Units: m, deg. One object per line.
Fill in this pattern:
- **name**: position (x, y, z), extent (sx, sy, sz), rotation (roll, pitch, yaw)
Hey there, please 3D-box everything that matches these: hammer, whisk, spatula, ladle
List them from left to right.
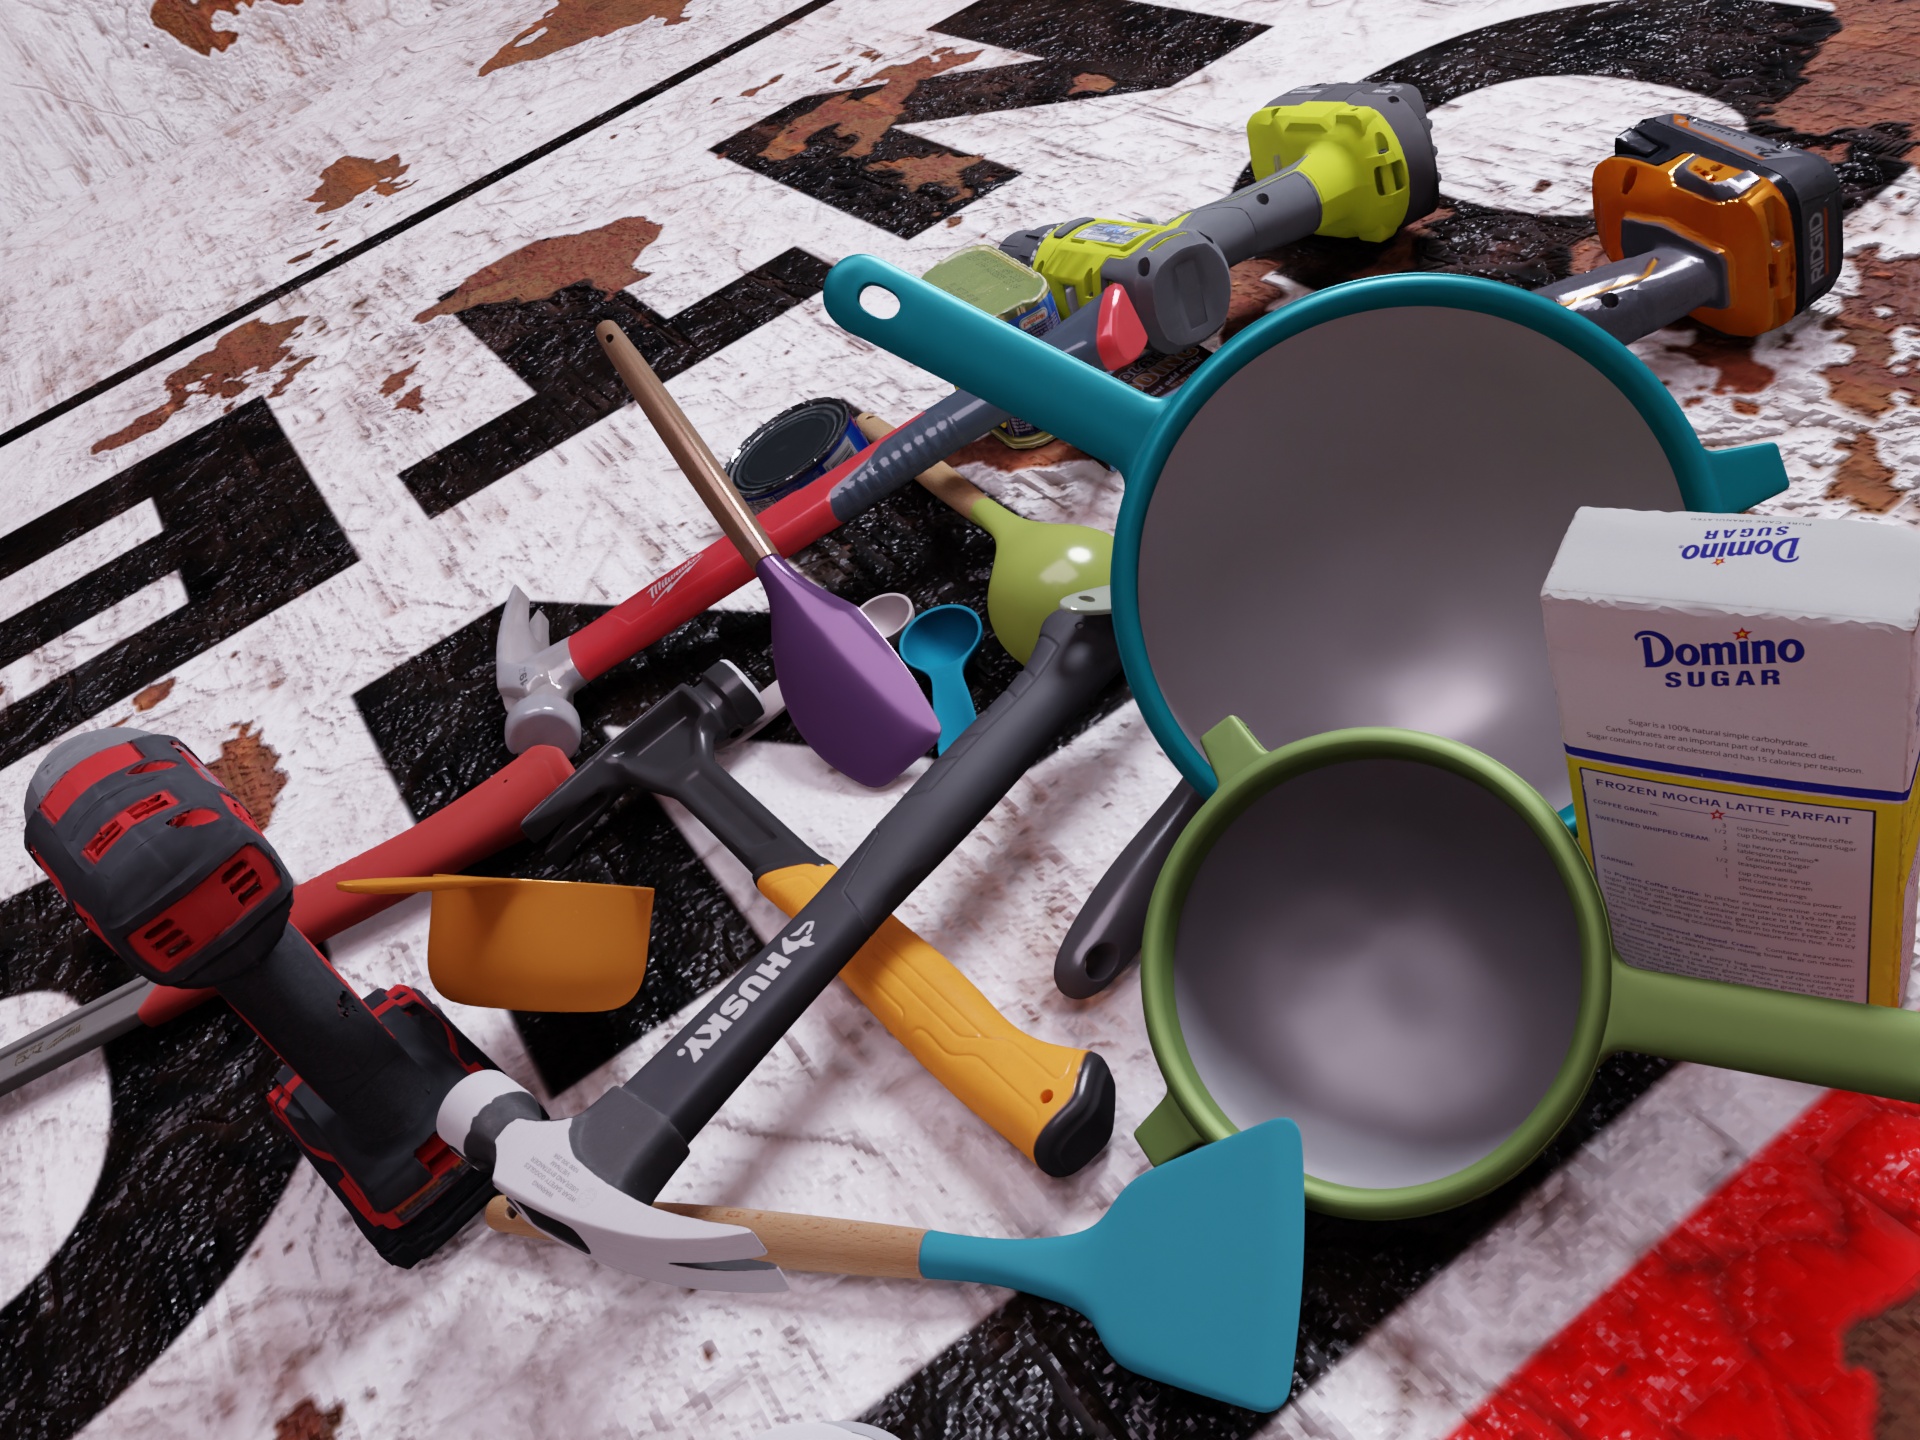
- **hammer**: position (-0.342, 0.115, 0.756), extent (0.359, 0.036, 0.149), rotation (-27, 39, -4)
- **spatula**: position (-0.109, -0.093, 0.788), extent (0.060, 0.018, 0.316), rotation (-39, 65, 8)
- **hammer**: position (-0.062, 0.081, 0.654), extent (0.127, 0.034, 0.337), rotation (-41, 43, -15)
- **hammer**: position (-0.079, -0.119, 0.843), extent (0.386, 0.038, 0.143), rotation (-31, 37, 6)
- **spatula**: position (-0.038, 0.173, 0.534), extent (0.317, 0.044, 0.082), rotation (-4, 60, 24)
- **hammer**: position (-0.031, 0.065, 0.603), extent (0.146, 0.035, 0.335), rotation (19, 53, 38)
- **ladle**: position (0.005, -0.108, 0.844), extent (0.078, 0.062, 0.320), rotation (-25, 32, -12)
- **whisk**: position (0.105, 0.016, 0.642), extent (0.055, 0.055, 0.239), rotation (16, 57, 38)

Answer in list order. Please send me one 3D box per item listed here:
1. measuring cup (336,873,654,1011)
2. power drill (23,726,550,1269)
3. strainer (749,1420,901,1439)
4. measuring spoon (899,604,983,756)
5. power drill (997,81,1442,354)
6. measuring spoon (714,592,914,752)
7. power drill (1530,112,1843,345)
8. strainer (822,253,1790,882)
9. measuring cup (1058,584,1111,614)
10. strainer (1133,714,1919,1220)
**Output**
- **measuring cup**: position (-0.180, 0.085, 0.600), extent (0.095, 0.173, 0.052), rotation (2, 84, 15)
- **power drill**: position (-0.255, 0.094, 0.589), extent (0.078, 0.219, 0.143), rotation (-43, 43, -23)
- **strainer**: position (0.009, 0.245, 0.435), extent (0.258, 0.050, 0.087), rotation (9, 34, 29)
- **measuring spoon**: position (-0.001, -0.002, 0.742), extent (0.042, 0.021, 0.129), rotation (-18, 48, 8)
- **power drill**: position (0.142, -0.292, 0.928), extent (0.228, 0.080, 0.191), rotation (-30, 31, -16)
- **measuring spoon**: position (-0.072, -0.020, 0.798), extent (0.124, 0.018, 0.034), rotation (-38, 43, -7)
- **power drill**: position (0.285, -0.205, 0.780), extent (0.226, 0.084, 0.164), rotation (-31, 39, -3)
- **strainer**: position (0.105, -0.080, 0.597), extent (0.340, 0.095, 0.211), rotation (28, 94, 5)
- **measuring cup**: position (0.100, -0.077, 0.696), extent (0.083, 0.038, 0.167), rotation (27, 30, 35)
- **strainer**: position (0.182, 0.085, 0.484), extent (0.256, 0.069, 0.151), rotation (5, 80, 35)
